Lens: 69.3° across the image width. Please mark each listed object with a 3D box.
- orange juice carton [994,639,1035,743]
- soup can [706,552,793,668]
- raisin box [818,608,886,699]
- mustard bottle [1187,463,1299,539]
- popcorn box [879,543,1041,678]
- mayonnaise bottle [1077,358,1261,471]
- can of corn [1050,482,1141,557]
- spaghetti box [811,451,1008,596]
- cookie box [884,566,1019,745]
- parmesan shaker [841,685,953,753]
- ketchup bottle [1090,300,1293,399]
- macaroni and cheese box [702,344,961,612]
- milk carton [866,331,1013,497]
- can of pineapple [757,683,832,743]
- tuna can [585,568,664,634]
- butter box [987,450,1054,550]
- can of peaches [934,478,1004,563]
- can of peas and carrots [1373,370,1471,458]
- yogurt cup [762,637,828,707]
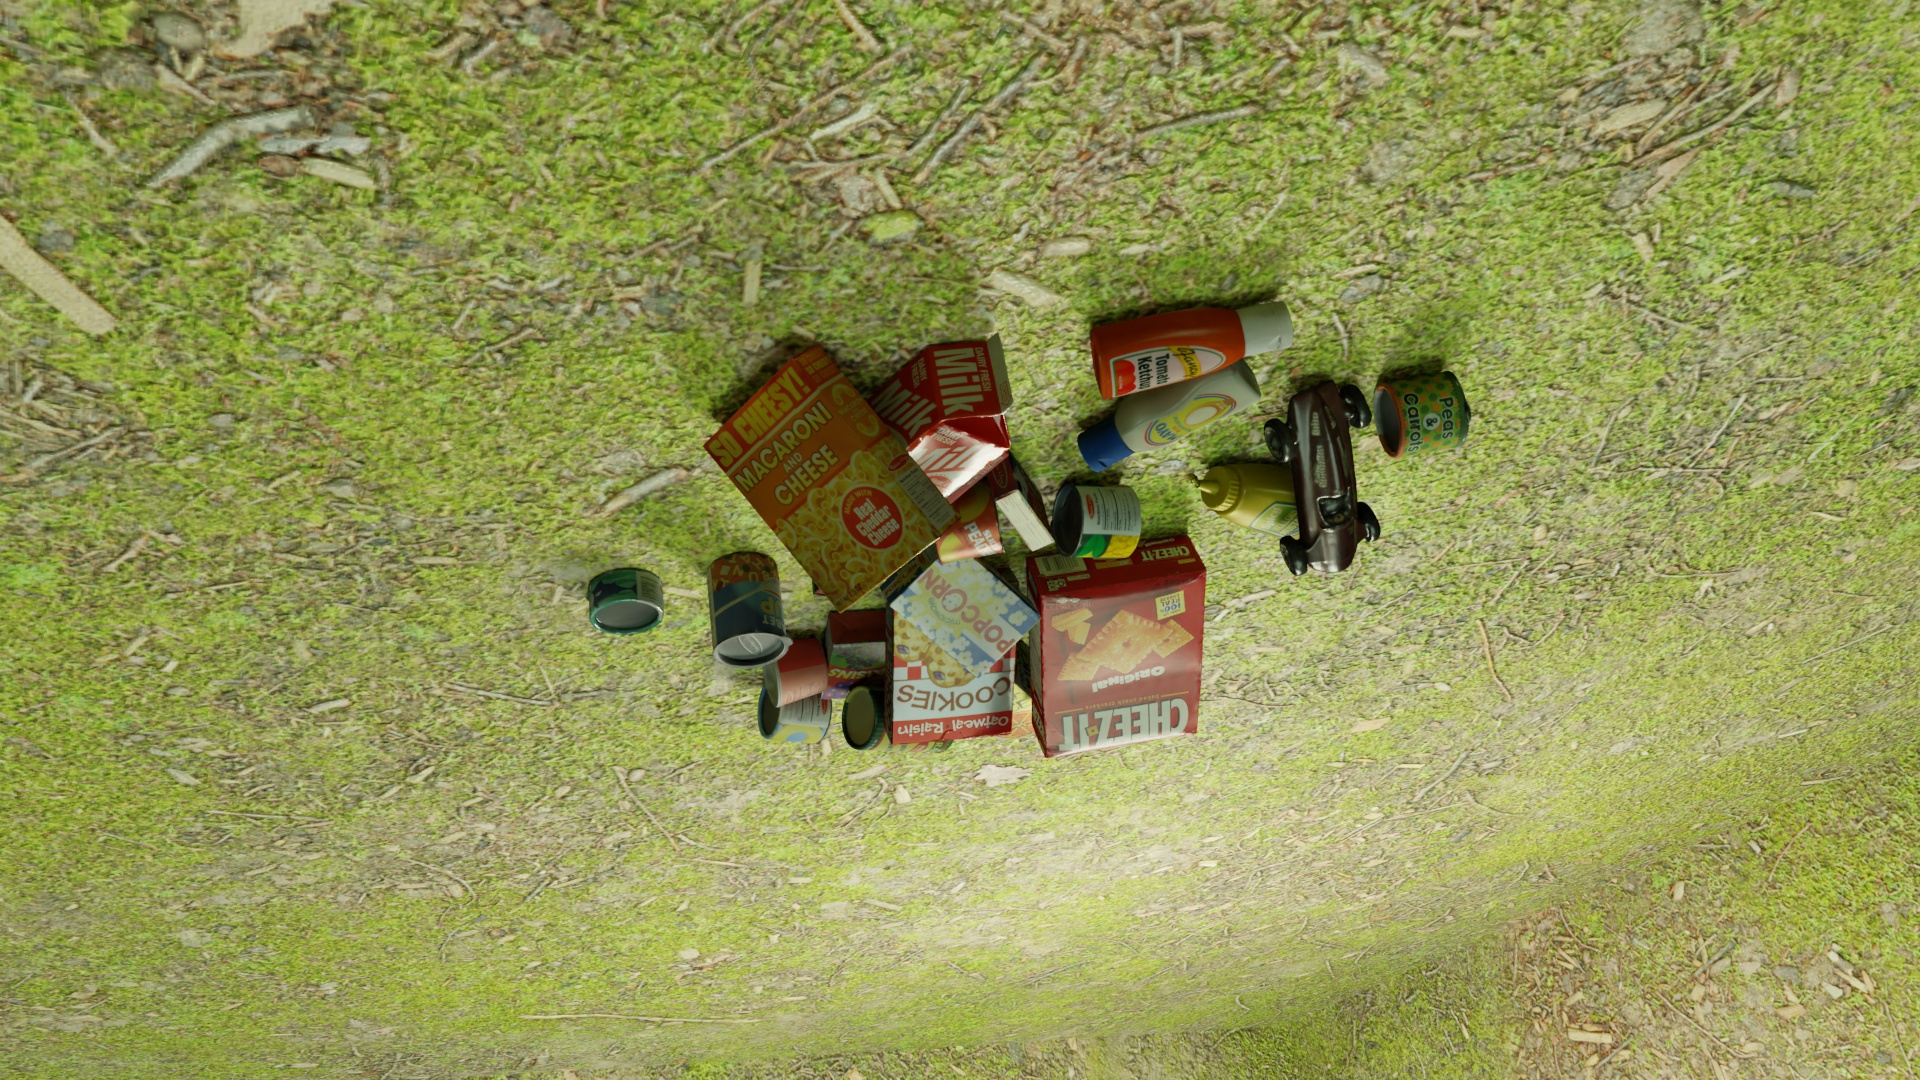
[{"bbox_3d":[0.034,0.143,1.459,0.072,0.073,0.192,-21,147,16],"label":"orange juice carton"},{"bbox_3d":[-0.189,0.062,1.244,0.071,0.084,0.071,-8,149,-5],"label":"soup can"},{"bbox_3d":[-0.096,0.116,1.406,0.086,0.040,0.122,-3,149,-15],"label":"raisin box"},{"bbox_3d":[0.267,-0.039,1.259,0.160,0.049,0.065,9,137,-31],"label":"mustard bottle"},{"bbox_3d":[0.001,0.058,1.275,0.085,0.038,0.126,-44,119,7],"label":"popcorn box"},{"bbox_3d":[0.166,-0.103,1.129,0.147,0.041,0.064,-28,147,25],"label":"mayonnaise bottle"},{"bbox_3d":[0.120,-0.017,1.233,0.058,0.071,0.070,1,147,-20],"label":"can of corn"},{"bbox_3d":[-0.050,-0.030,1.171,0.029,0.050,0.249,16,140,-35],"label":"spaghetti box"},{"bbox_3d":[-0.010,0.113,1.342,0.123,0.040,0.166,-3,112,-13],"label":"cookie box"},{"bbox_3d":[-0.064,0.185,1.428,0.103,0.071,0.071,8,144,-37],"label":"parmesan shaker"},{"bbox_3d":[0.175,-0.150,1.055,0.149,0.044,0.064,-12,149,1],"label":"ketchup bottle"},{"bbox_3d":[-0.098,-0.044,1.040,0.123,0.166,0.040,-37,-177,36],"label":"macaroni and cheese box"},{"bbox_3d":[-0.028,-0.082,1.071,0.073,0.072,0.189,18,138,-39],"label":"milk carton"},{"bbox_3d":[-0.175,0.179,1.457,0.058,0.071,0.070,10,143,-30],"label":"can of pineapple"},{"bbox_3d":[-0.303,0.057,1.247,0.071,0.033,0.070,-9,149,-5],"label":"tuna can"},{"bbox_3d":[0.050,-0.036,1.190,0.024,0.053,0.103,-22,148,12],"label":"butter box"},{"bbox_3d":[0.004,-0.015,1.193,0.058,0.071,0.071,-11,149,1],"label":"can of peaches"},{"bbox_3d":[0.388,-0.105,1.170,0.059,0.071,0.070,-10,149,0],"label":"can of peas and carrots"},{"bbox_3d":[-0.164,0.128,1.381,0.054,0.072,0.072,-9,150,-19],"label":"yogurt cup"}]
